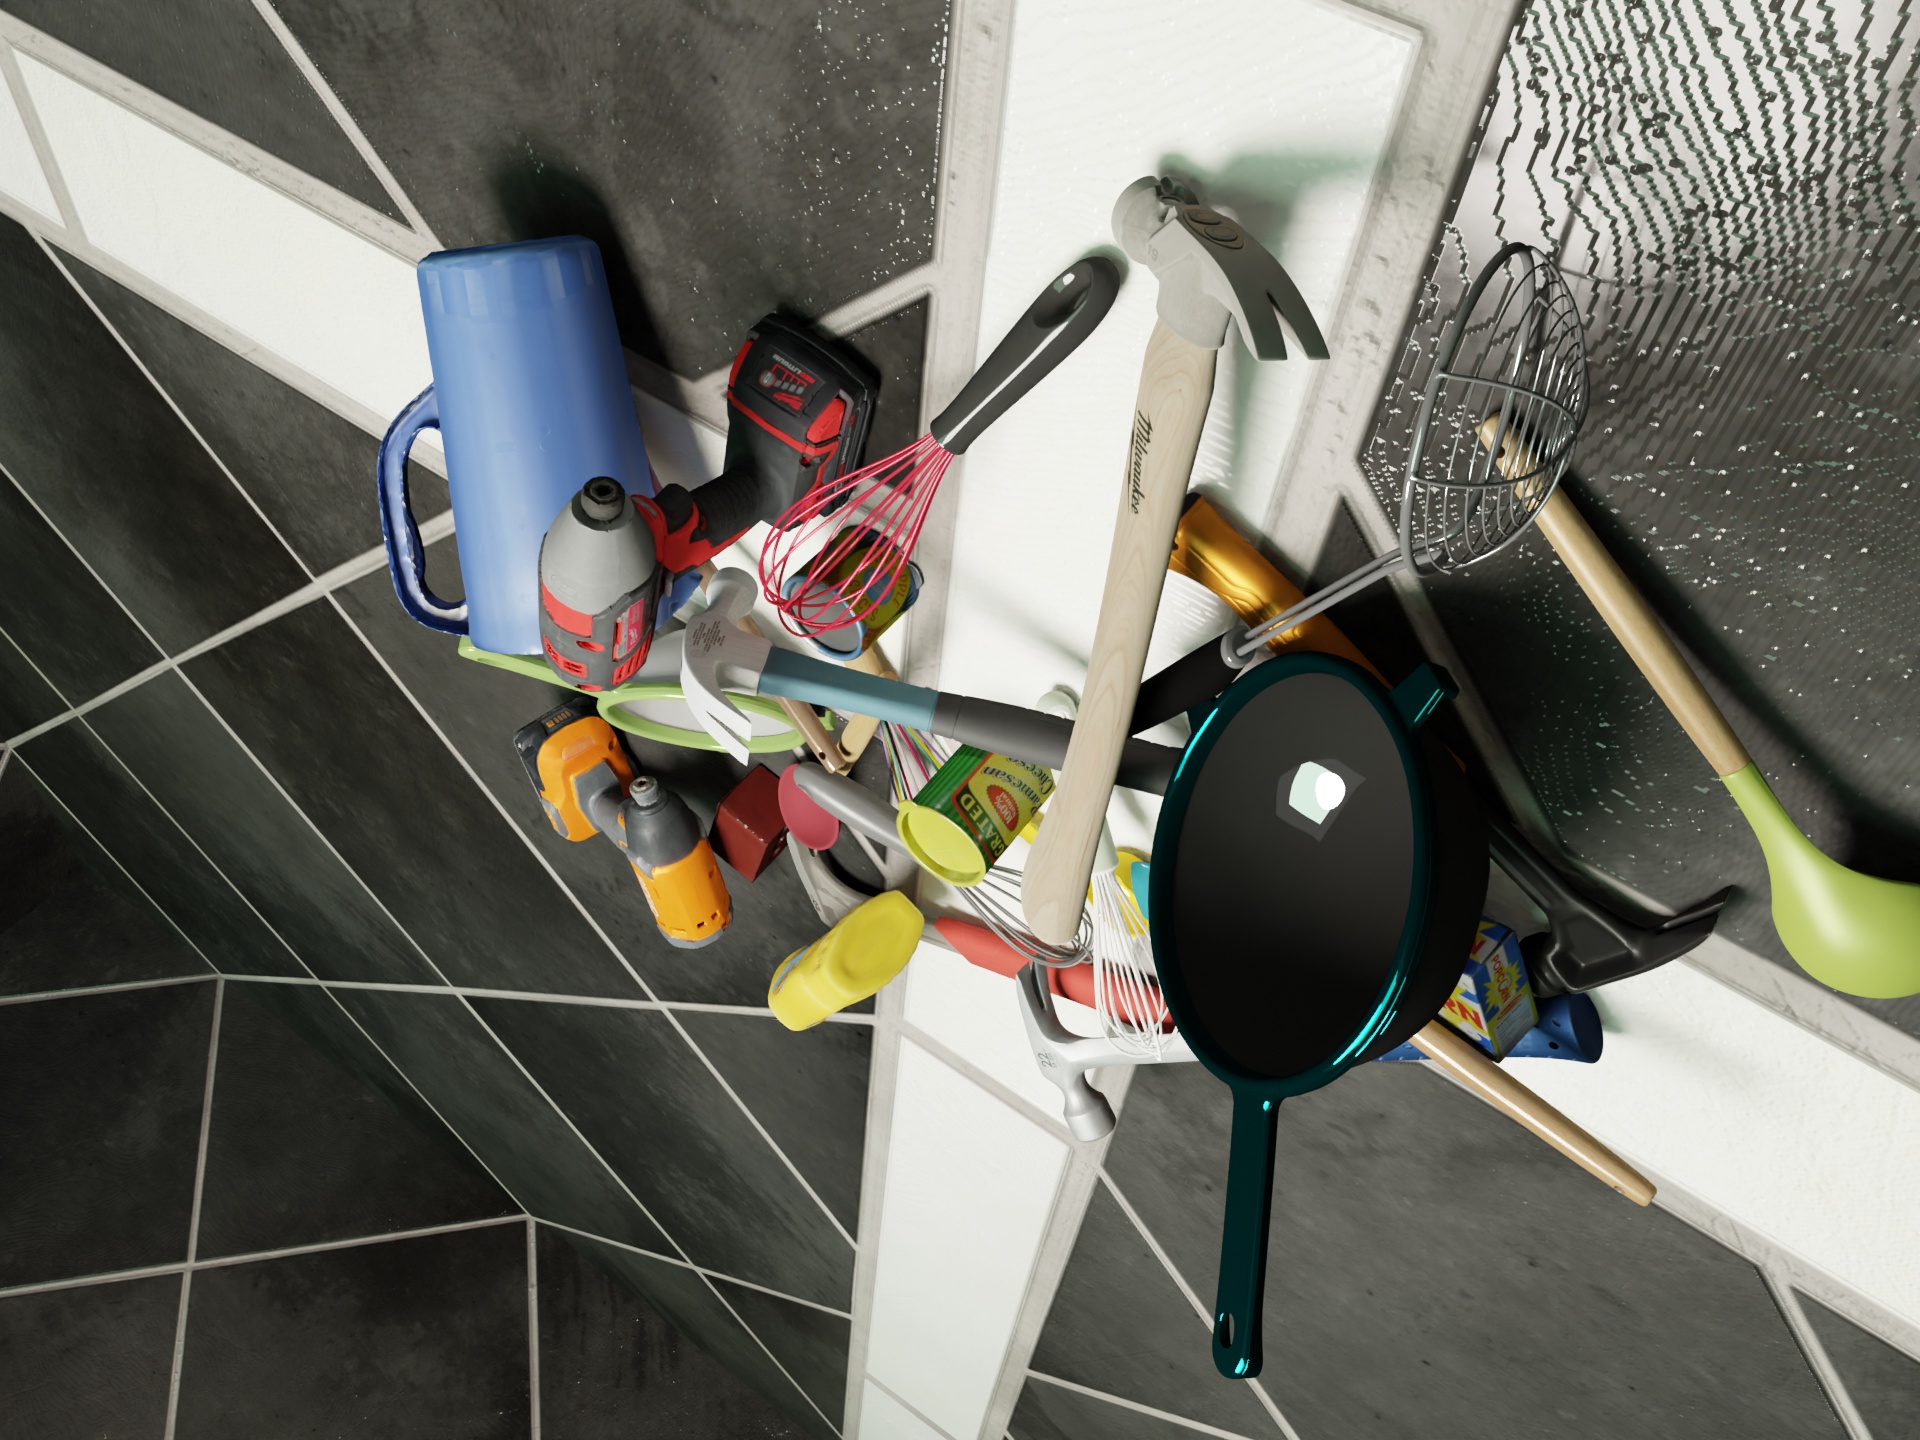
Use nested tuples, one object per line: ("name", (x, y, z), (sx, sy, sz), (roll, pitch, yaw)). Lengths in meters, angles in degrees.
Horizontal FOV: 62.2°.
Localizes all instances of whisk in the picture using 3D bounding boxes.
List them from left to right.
("whisk", (-0.050, 0.003, 1.083), (0.047, 0.051, 0.244), (5, 129, 50))
("whisk", (-0.018, -0.137, 0.833), (0.073, 0.073, 0.295), (46, 128, -5))
("whisk", (-0.011, 0.095, 1.069), (0.239, 0.055, 0.055), (32, 145, 4))
("whisk", (0.090, 0.099, 0.993), (0.059, 0.058, 0.246), (-120, 13, -81))

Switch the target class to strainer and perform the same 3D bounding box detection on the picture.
("strainer", (-0.220, -0.040, 1.106), (0.256, 0.069, 0.151), (18, 161, -35))
("strainer", (0.178, 0.140, 0.766), (0.095, 0.340, 0.211), (9, 174, -25))

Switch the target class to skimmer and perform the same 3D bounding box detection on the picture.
("skimmer", (0.141, -0.075, 0.717), (0.090, 0.127, 0.363), (43, 149, -7))

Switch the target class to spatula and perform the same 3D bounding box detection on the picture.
("spatula", (0.230, 0.167, 0.877), (0.318, 0.044, 0.082), (36, 161, 29))

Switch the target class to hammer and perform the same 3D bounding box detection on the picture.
("hammer", (-0.001, -0.003, 0.918), (0.331, 0.128, 0.033), (14, 135, 0))
("hammer", (0.023, 0.168, 1.195), (0.359, 0.037, 0.149), (14, 137, 37))
("hammer", (0.081, -0.036, 0.769), (0.146, 0.038, 0.410), (-115, 26, -46))
("hammer", (0.198, 0.199, 1.007), (0.405, 0.035, 0.144), (-15, 105, 44))
("hammer", (0.229, 0.007, 0.809), (0.337, 0.034, 0.127), (44, 147, -2))

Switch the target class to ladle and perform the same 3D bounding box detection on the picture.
("ladle", (-0.082, 0.025, 1.101), (0.069, 0.031, 0.315), (57, 157, 9))
("ladle", (0.329, -0.008, 0.696), (0.320, 0.062, 0.078), (53, 147, -3))

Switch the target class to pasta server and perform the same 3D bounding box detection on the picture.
("pasta server", (-0.174, -0.095, 1.057), (0.060, 0.040, 0.316), (-35, 89, 37))

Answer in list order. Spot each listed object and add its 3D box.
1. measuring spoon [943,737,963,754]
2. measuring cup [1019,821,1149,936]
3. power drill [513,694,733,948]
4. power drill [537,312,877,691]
("measuring spoon", (-0.001, 0.034, 1.079), (0.034, 0.018, 0.124), (5, 127, 59))
("measuring cup", (0.075, 0.085, 1.069), (0.157, 0.029, 0.062), (39, 150, 27))
("power drill", (-0.278, 0.070, 1.305), (0.227, 0.084, 0.164), (36, 150, 40))
("power drill", (-0.145, -0.123, 0.877), (0.078, 0.220, 0.143), (35, 146, 11))
